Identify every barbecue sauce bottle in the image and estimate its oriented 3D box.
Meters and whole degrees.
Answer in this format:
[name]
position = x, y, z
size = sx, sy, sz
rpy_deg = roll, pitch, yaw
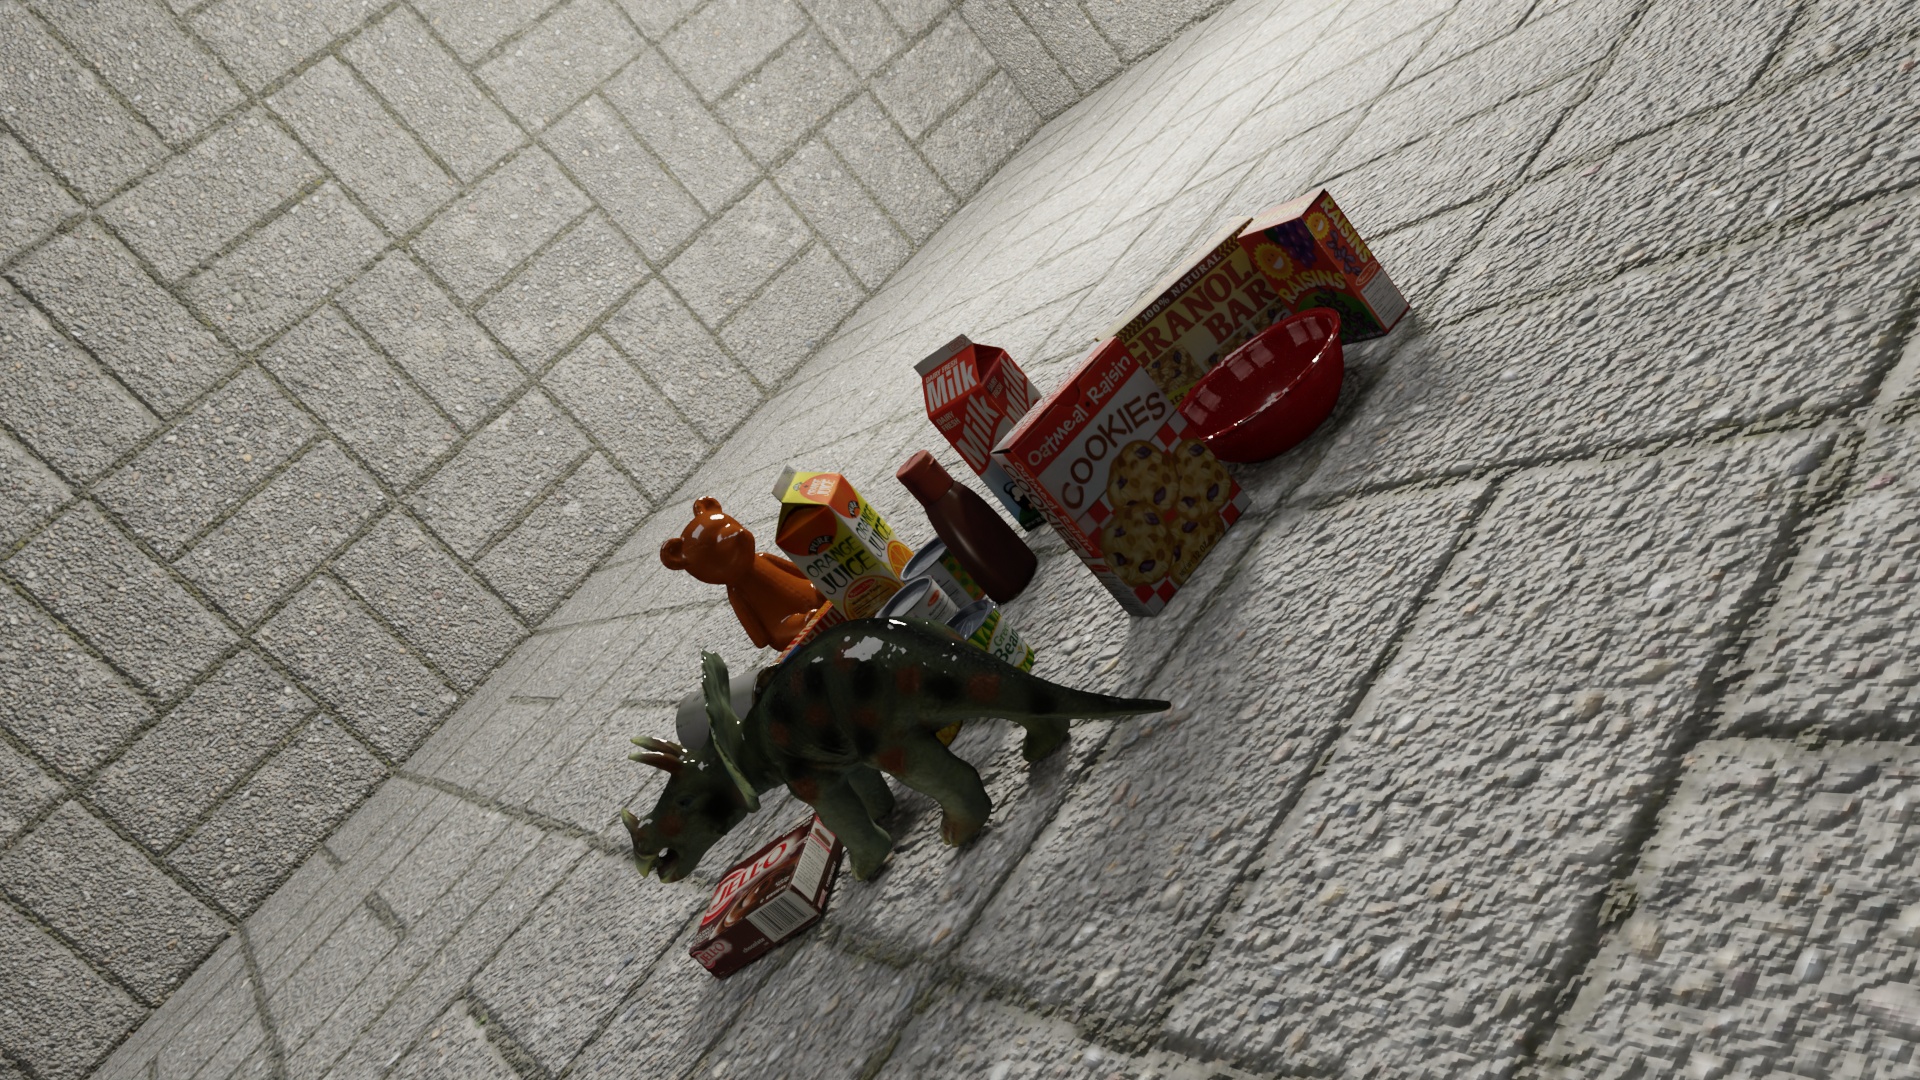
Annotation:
[barbecue sauce bottle]
position = 0.004, -0.015, 1.229
size = 0.043, 0.148, 0.065
rpy_deg = -29, 20, 38

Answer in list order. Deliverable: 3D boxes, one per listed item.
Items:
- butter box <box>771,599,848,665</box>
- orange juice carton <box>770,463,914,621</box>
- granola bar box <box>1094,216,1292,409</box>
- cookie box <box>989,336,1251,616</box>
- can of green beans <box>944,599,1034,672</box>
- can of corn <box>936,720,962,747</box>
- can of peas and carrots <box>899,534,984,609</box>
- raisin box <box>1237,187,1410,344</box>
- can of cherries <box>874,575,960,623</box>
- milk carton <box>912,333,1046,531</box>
[butter box]
position = -0.142, 0.112, 1.407
size = 0.104, 0.053, 0.024
rpy_deg = -51, 18, -28
[orange juice carton]
position = -0.113, 0.007, 1.358
size = 0.073, 0.192, 0.072
rpy_deg = -35, 17, 22
[granola bar box]
position = 0.219, -0.181, 1.207
size = 0.165, 0.124, 0.039
rpy_deg = -40, 16, 5
[cookie box]
position = 0.119, -0.046, 1.013
size = 0.123, 0.167, 0.040
rpy_deg = -47, 17, -19
[can of green beans]
position = 0.016, 0.089, 1.096
size = 0.071, 0.057, 0.071
rpy_deg = -38, 17, 13
[can of corn]
position = -0.039, 0.138, 1.095
size = 0.071, 0.058, 0.071
rpy_deg = -38, 17, 13
[can of peas and carrots]
position = -0.013, 0.033, 1.303
size = 0.071, 0.058, 0.071
rpy_deg = -38, 17, 13
[raisin box]
position = 0.296, -0.220, 1.135
size = 0.040, 0.123, 0.086
rpy_deg = -47, 17, -18
[can of cherries]
position = -0.035, 0.075, 1.247
size = 0.071, 0.058, 0.072
rpy_deg = -38, 17, 13
[milk carton]
position = 0.039, -0.109, 1.315
size = 0.072, 0.190, 0.074
rpy_deg = -29, 20, 37
